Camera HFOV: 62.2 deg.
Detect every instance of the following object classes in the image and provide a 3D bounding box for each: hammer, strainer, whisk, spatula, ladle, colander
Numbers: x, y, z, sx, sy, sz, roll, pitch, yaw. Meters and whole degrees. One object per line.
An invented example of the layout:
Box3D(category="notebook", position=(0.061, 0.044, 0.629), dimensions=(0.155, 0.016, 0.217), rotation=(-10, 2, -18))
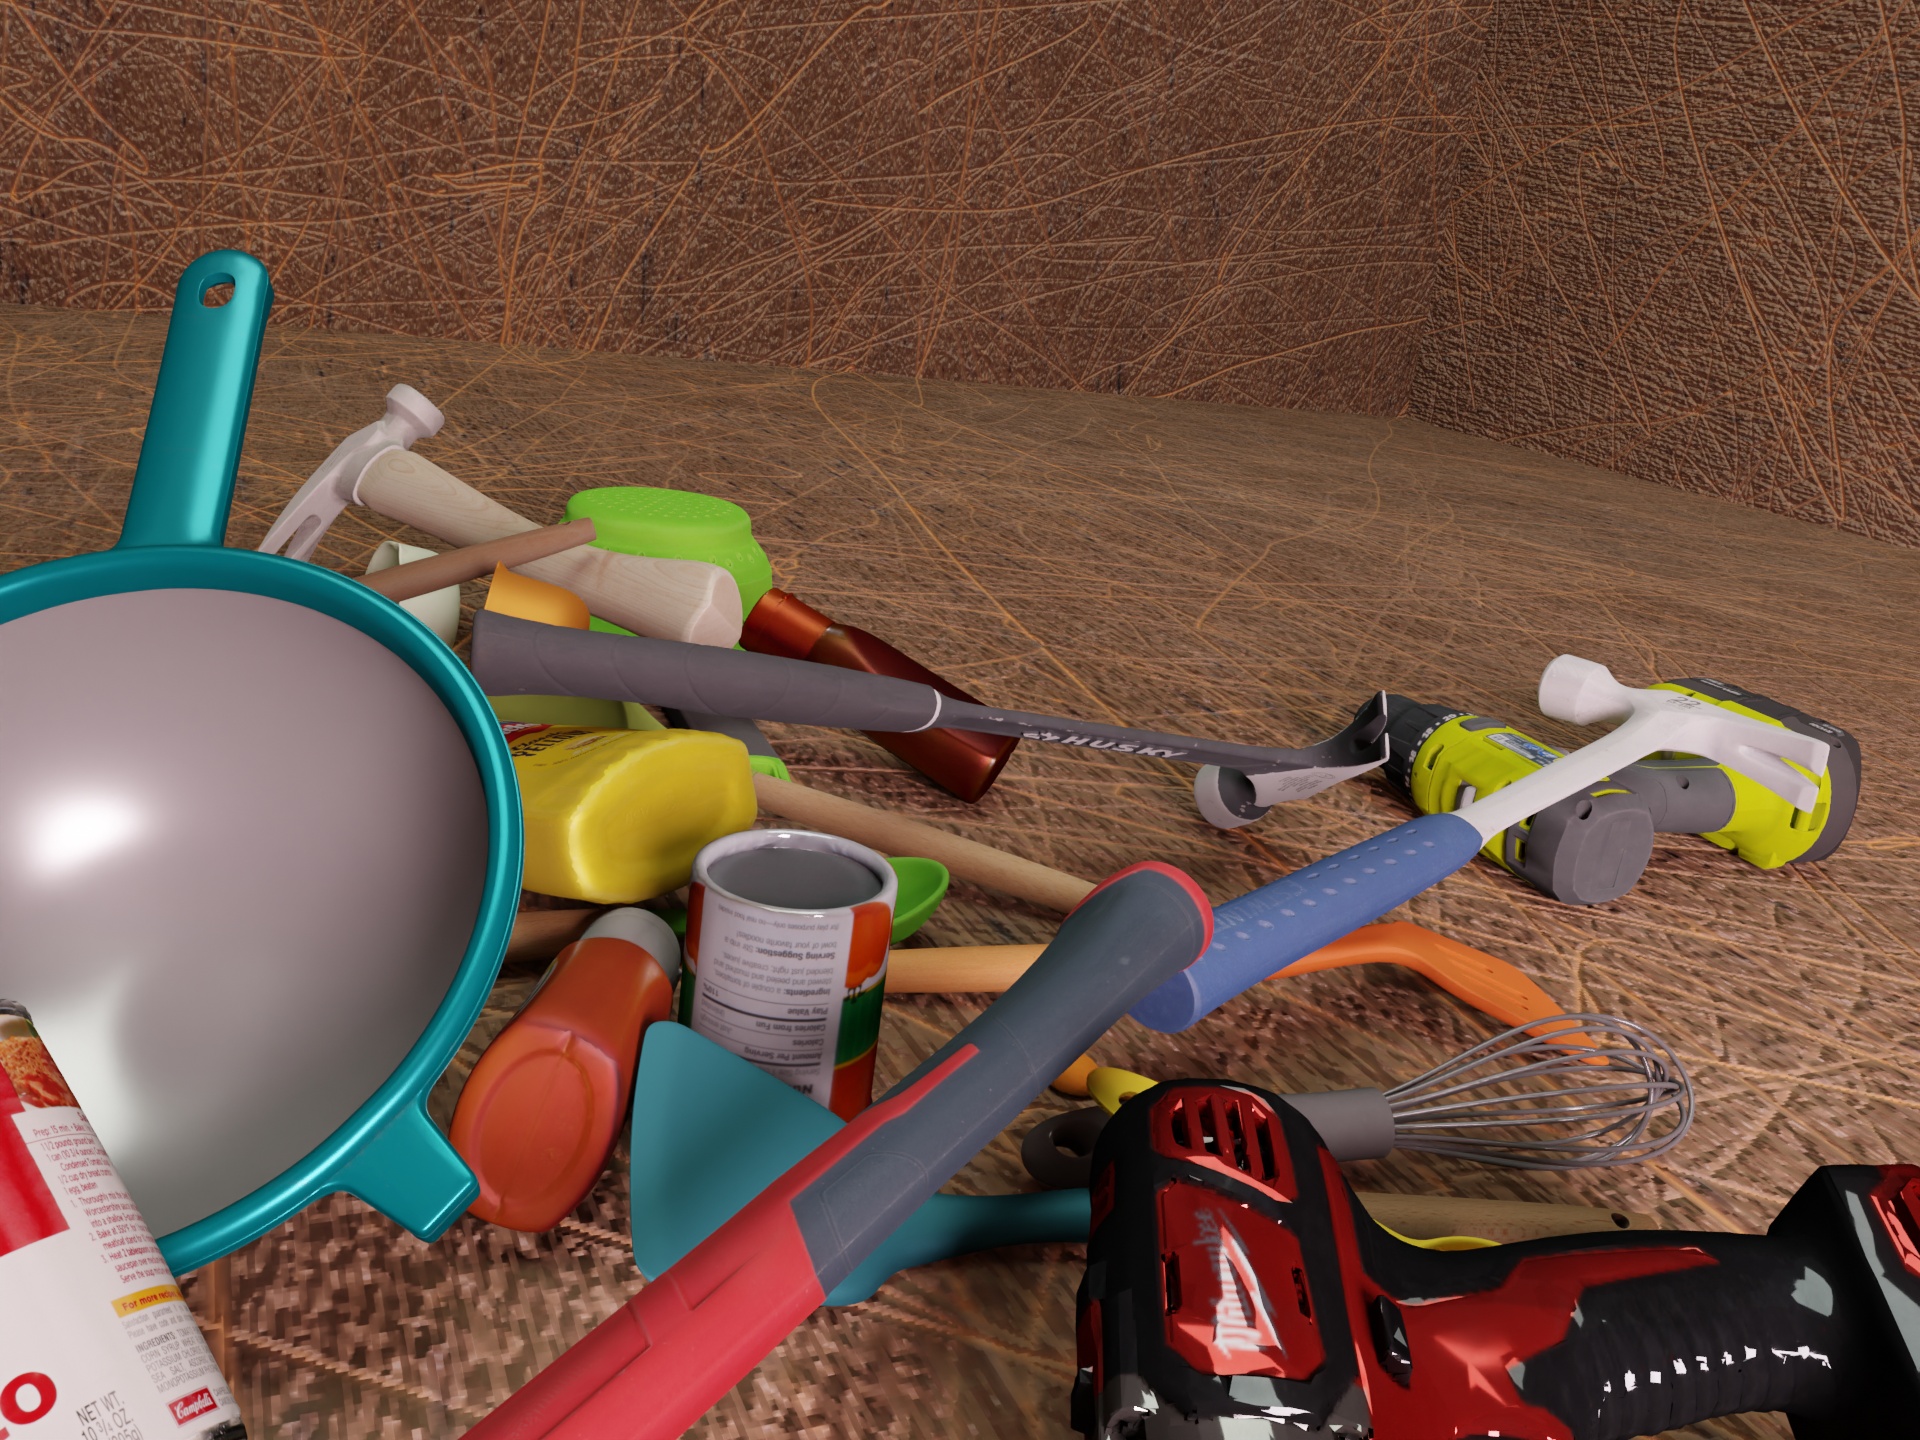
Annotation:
Box3D(category="hammer", position=(-0.001, -0.002, 0.680), dimensions=(0.408, 0.036, 0.149), rotation=(8, -18, -25))
Box3D(category="strainer", position=(-0.227, 0.008, 0.469), dimensions=(0.211, 0.095, 0.341), rotation=(-3, 57, -6))
Box3D(category="whisk", position=(0.134, 0.128, 0.519), dimensions=(0.239, 0.055, 0.055), rotation=(-2, 20, -15))
Box3D(category="hammer", position=(-0.268, -0.097, 0.910), dimensions=(0.411, 0.146, 0.038), rotation=(24, -18, 41))
Box3D(category="spatula", position=(0.064, 0.139, 0.459), dimensions=(0.317, 0.044, 0.082), rotation=(6, 38, -12))
Box3D(category="hammer", position=(-0.026, 0.113, 0.343), dimensions=(0.143, 0.038, 0.386), rotation=(-16, 8, 38))
Box3D(category="ladle", position=(-0.071, 0.041, 0.694), dimensions=(0.320, 0.078, 0.062), rotation=(18, 16, 10))
Box3D(category="spatula", position=(0.093, 0.103, 0.620), dimensions=(0.322, 0.041, 0.081), rotation=(0, 20, -10))
Box3D(category="hammer", position=(0.220, 0.046, 0.670), dimensions=(0.405, 0.035, 0.144), rotation=(-18, 29, -39))
Box3D(category="colander", position=(-0.158, -0.062, 0.905), dimensions=(0.204, 0.094, 0.397), rotation=(0, 19, -22))
Box3D(category="spatula", position=(-0.334, -0.051, 0.786), dimensions=(0.316, 0.018, 0.060), rotation=(-19, 29, -17))

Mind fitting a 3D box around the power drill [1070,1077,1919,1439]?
Box3D(category="power drill", position=(0.135, 0.165, 0.326), dimensions=(0.226, 0.080, 0.188), rotation=(5, 35, 0))

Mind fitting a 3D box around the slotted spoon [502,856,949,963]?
Box3D(category="slotted spoon", position=(-0.152, 0.078, 0.585), dimensions=(0.313, 0.031, 0.070), rotation=(-2, 14, -22))

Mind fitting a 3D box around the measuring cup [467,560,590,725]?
Box3D(category="measuring cup", position=(-0.225, -0.026, 0.820), dimensions=(0.052, 0.095, 0.173), rotation=(15, -4, -14))

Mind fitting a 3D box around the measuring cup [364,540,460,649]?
Box3D(category="measuring cup", position=(-0.277, -0.031, 0.830), dimensions=(0.038, 0.083, 0.168), rotation=(8, 30, -38))

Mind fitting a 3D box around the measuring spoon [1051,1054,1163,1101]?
Box3D(category="measuring spoon", position=(0.088, 0.129, 0.550), dimensions=(0.117, 0.011, 0.021), rotation=(9, 18, 3))

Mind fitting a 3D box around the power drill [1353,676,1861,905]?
Box3D(category="power drill", position=(0.348, 0.027, 0.872), dimensions=(0.228, 0.080, 0.191), rotation=(-3, 22, -23))

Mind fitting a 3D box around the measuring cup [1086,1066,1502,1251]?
Box3D(category="measuring cup", position=(0.097, 0.145, 0.437), dimensions=(0.157, 0.029, 0.062), rotation=(28, 39, 30))
